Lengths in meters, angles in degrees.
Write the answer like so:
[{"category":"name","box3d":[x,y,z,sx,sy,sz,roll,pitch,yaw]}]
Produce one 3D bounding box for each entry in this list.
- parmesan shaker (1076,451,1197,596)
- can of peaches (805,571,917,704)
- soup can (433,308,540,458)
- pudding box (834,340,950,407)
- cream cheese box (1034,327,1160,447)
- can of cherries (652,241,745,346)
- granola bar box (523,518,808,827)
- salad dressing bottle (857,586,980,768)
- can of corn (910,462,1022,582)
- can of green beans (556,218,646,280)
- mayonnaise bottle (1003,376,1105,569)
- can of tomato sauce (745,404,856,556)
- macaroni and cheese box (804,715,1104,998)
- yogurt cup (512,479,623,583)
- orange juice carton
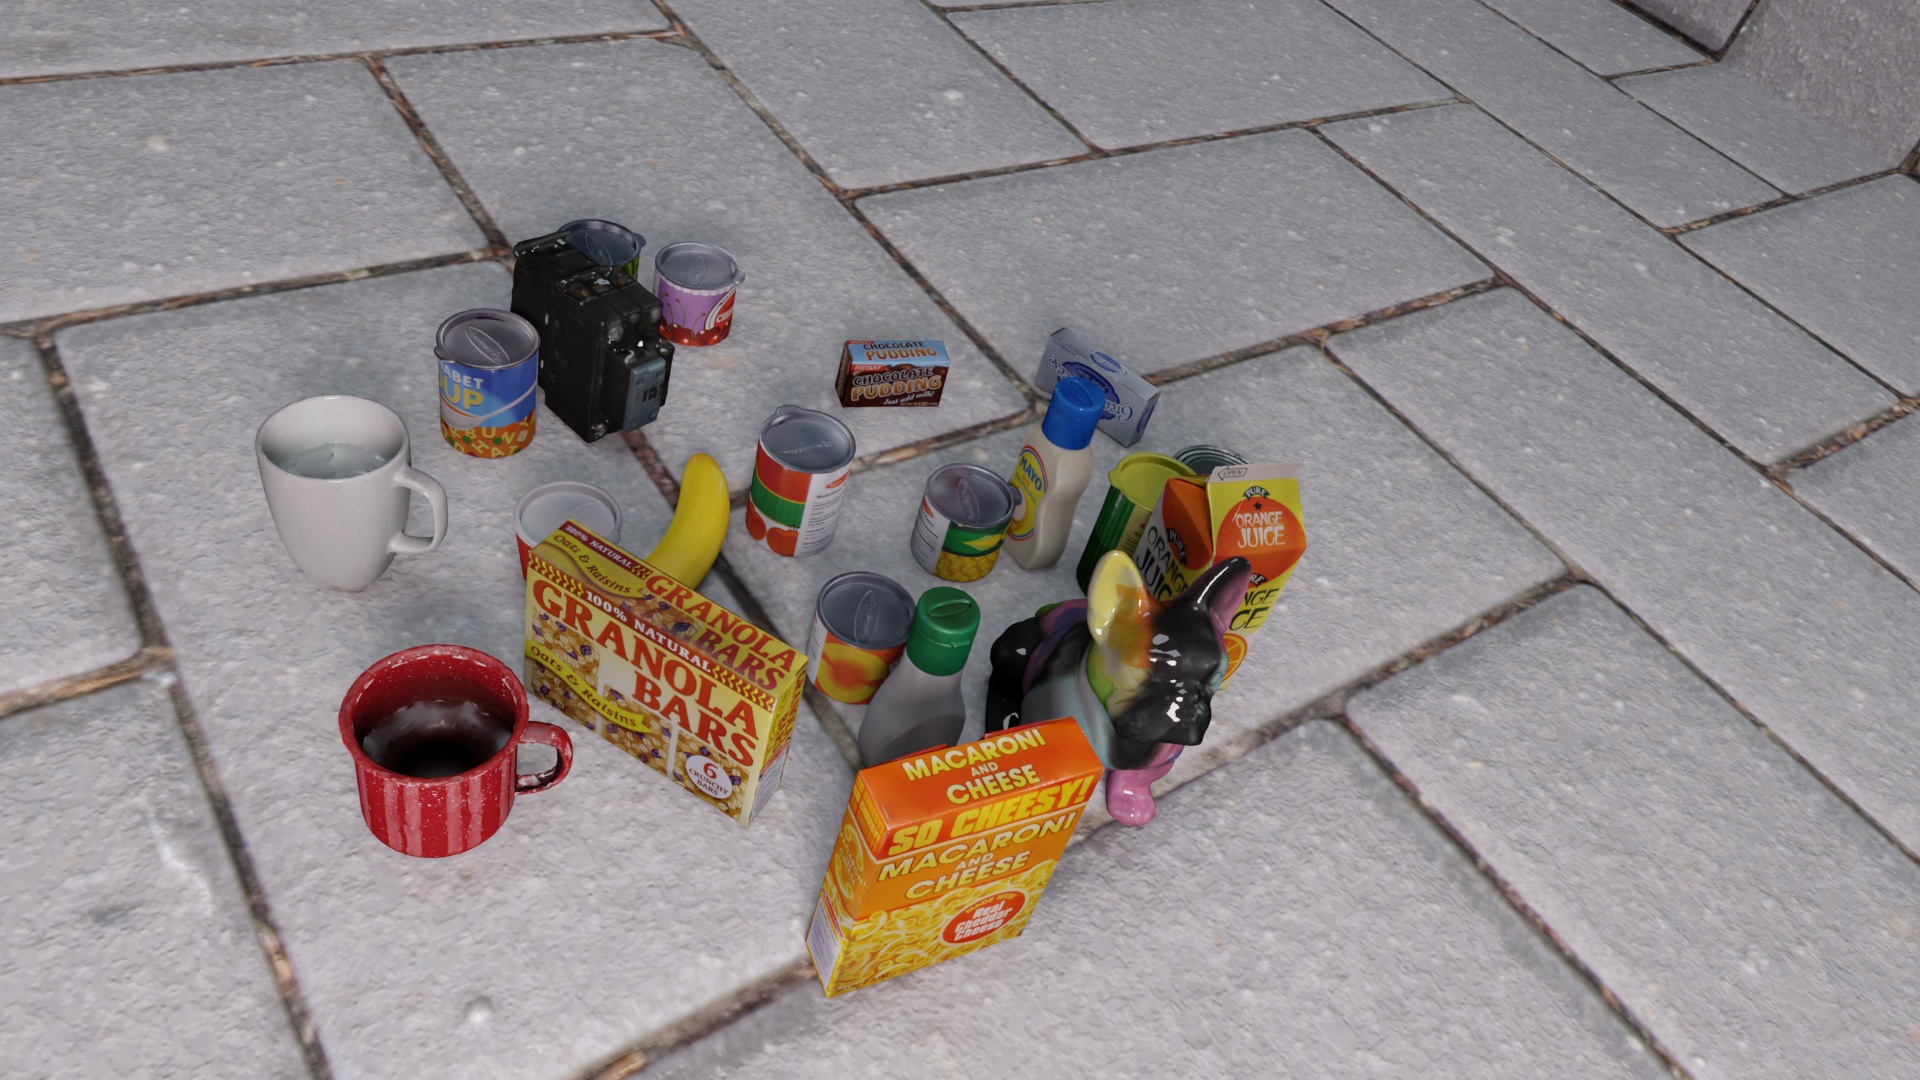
[{"category":"parmesan shaker","box3d":[0.125,-0.005,0.998,0.071,0.102,0.072,10,43,-9]},{"category":"can of peaches","box3d":[-0.062,0.064,0.897,0.071,0.057,0.071,10,43,-9]},{"category":"soup can","box3d":[-0.331,-0.108,0.966,0.071,0.083,0.072,10,43,-9]},{"category":"pudding box","box3d":[-0.054,-0.134,1.111,0.084,0.049,0.030,-3,46,-21]},{"category":"cream cheese box","box3d":[0.113,-0.128,1.159,0.104,0.053,0.024,37,46,20]},{"category":"can of cherries","box3d":[-0.212,-0.197,1.117,0.071,0.058,0.072,10,43,-9]},{"category":"granola bar box","box3d":[-0.172,0.077,0.798,0.166,0.123,0.039,29,44,12]},{"category":"salad dressing bottle","box3d":[-0.022,0.089,0.818,0.064,0.146,0.044,-12,50,-28]},{"category":"can of corn","box3d":[0.004,-0.013,0.998,0.071,0.058,0.071,10,43,-9]},{"category":"can of green beans","box3d":[-0.291,-0.214,1.109,0.071,0.057,0.071,10,43,-9]},{"category":"mayonnaise bottle","box3d":[0.065,-0.049,0.991,0.041,0.147,0.065,-10,50,-28]},{"category":"can of tomato sauce","box3d":[-0.114,-0.041,0.970,0.071,0.082,0.071,10,43,-9]},{"category":"macaroni and cheese box","box3d":[-0.008,0.167,0.728,0.124,0.165,0.040,-10,49,-27]},{"category":"yogurt cup","box3d":[-0.255,0.002,0.899,0.072,0.053,0.073,10,43,-9]},{"category":"orange juice carton","box3d":[0.164,0.019,0.921,0.072,0.191,0.073,-4,47,-22]}]
